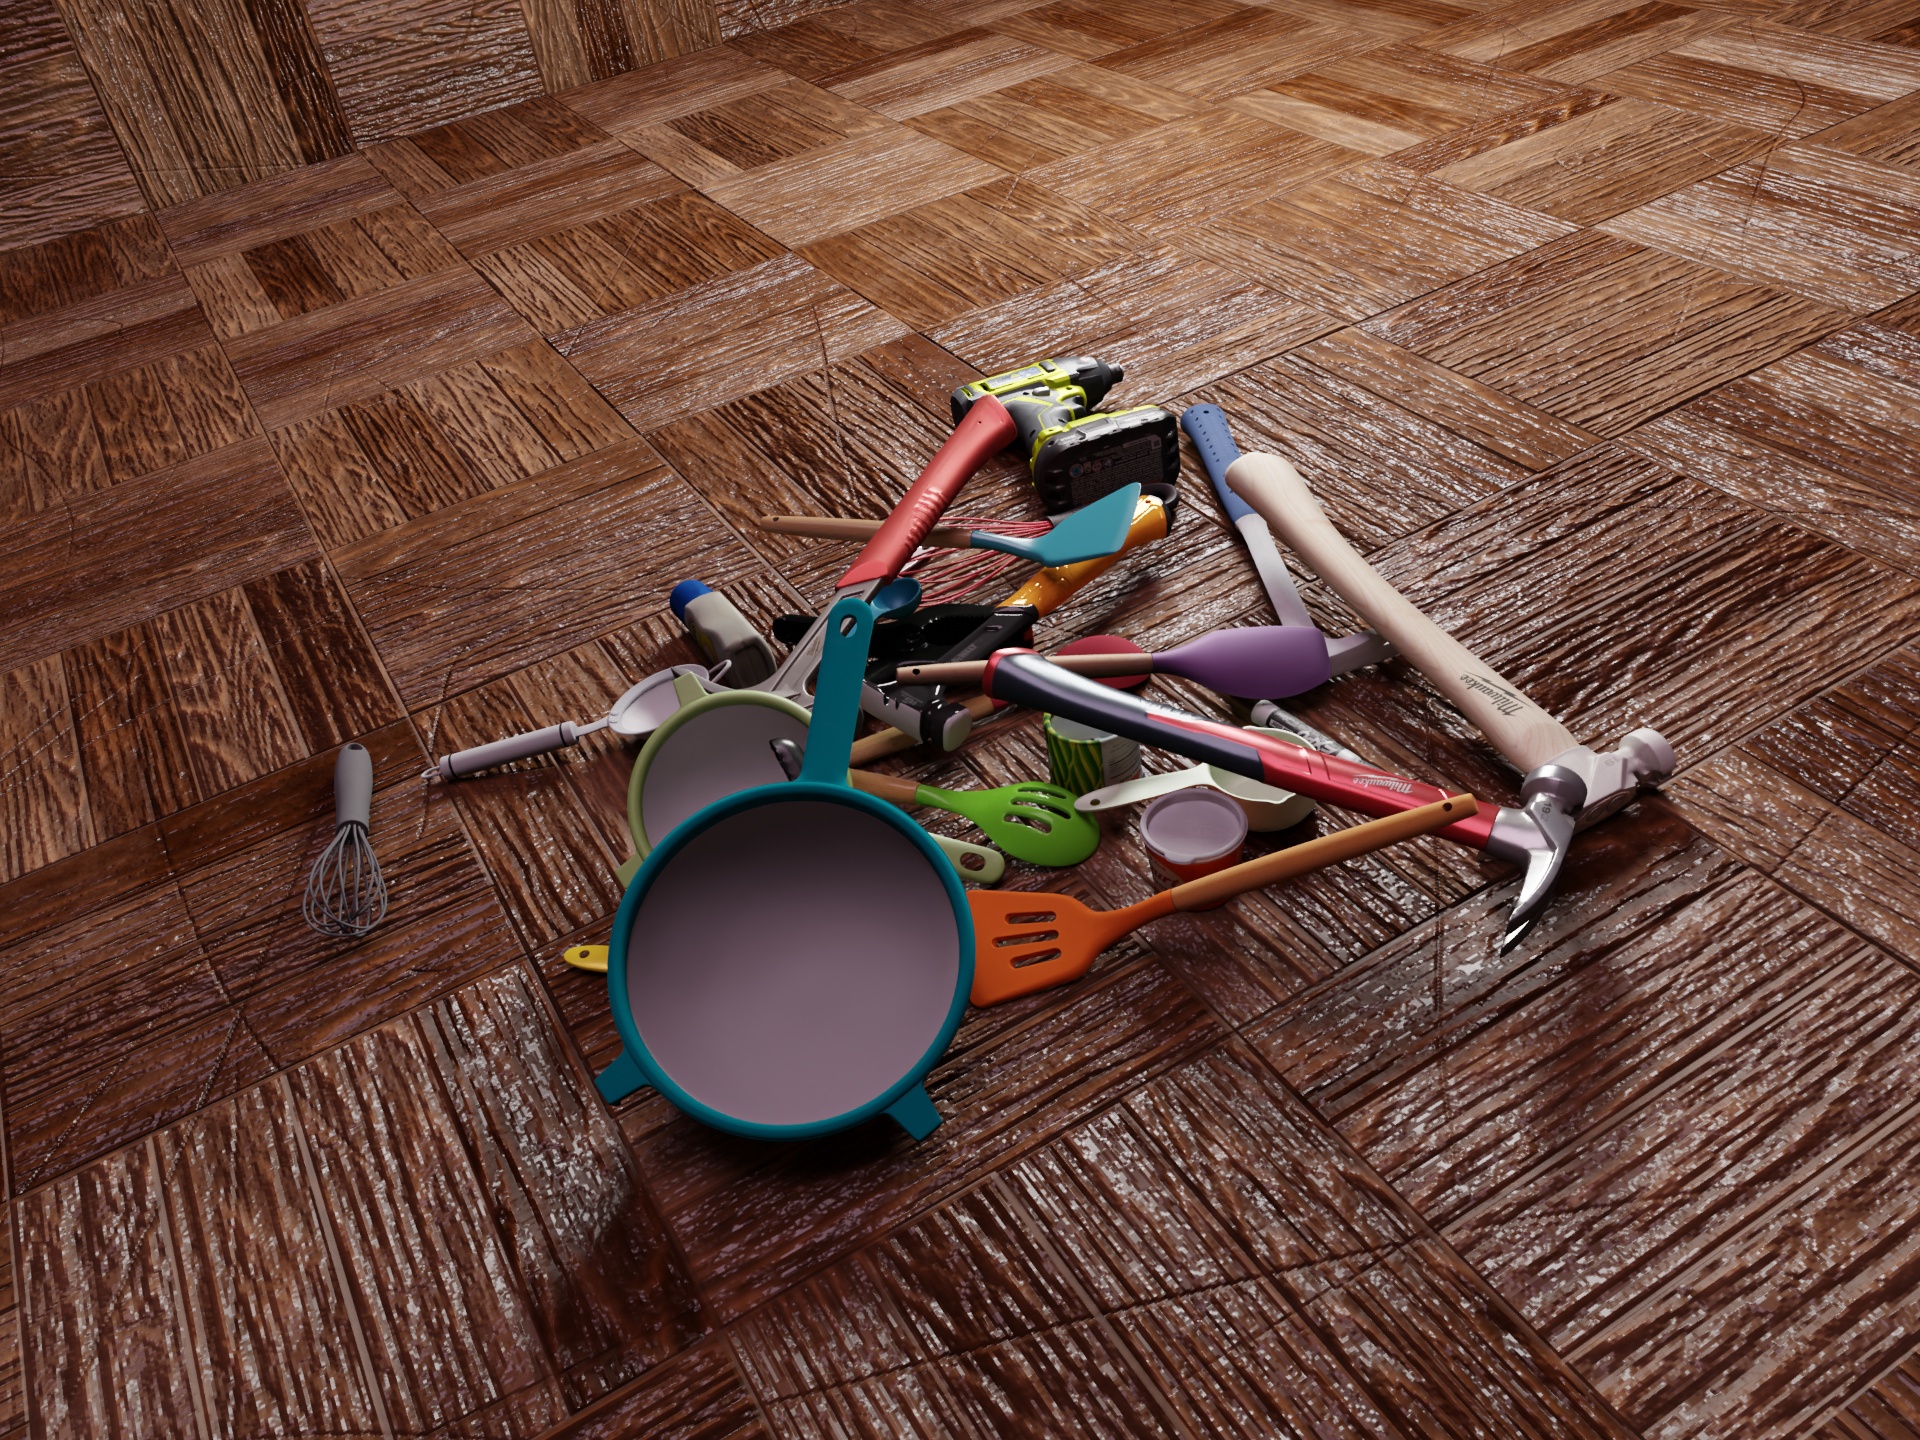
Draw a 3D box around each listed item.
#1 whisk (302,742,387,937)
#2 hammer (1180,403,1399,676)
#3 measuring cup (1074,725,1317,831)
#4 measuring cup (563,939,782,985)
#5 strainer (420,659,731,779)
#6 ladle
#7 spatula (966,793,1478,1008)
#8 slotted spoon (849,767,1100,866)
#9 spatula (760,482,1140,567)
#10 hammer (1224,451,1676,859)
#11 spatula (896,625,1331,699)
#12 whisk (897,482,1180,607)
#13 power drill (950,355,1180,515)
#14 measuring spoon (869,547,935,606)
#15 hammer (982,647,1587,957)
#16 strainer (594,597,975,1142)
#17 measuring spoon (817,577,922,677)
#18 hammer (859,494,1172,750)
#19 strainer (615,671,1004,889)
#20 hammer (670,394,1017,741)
[{"bbox_3d":[-0.450,0.082,1.169,0.055,0.055,0.239,-17,34,-9],"label":"whisk"},{"bbox_3d":[0.250,-0.160,1.325,0.144,0.035,0.406,-10,38,1],"label":"hammer"},{"bbox_3d":[0.161,0.052,1.076,0.167,0.038,0.083,-12,38,1],"label":"measuring cup"},{"bbox_3d":[-0.187,0.149,1.031,0.156,0.029,0.062,2,39,11],"label":"measuring cup"},{"bbox_3d":[-0.294,0.009,1.230,0.258,0.050,0.087,-15,32,2],"label":"strainer"},{"bbox_3d":[-0.002,-0.004,1.193,0.315,0.031,0.069,-21,36,-11],"label":"ladle"},{"bbox_3d":[0.147,0.098,0.949,0.322,0.041,0.081,-22,54,24],"label":"spatula"},{"bbox_3d":[-0.054,0.049,1.120,0.314,0.031,0.070,10,46,20],"label":"slotted spoon"},{"bbox_3d":[-0.016,-0.155,1.260,0.317,0.044,0.082,6,50,18],"label":"spatula"},{"bbox_3d":[0.308,-0.067,1.142,0.146,0.038,0.411,-24,49,-14],"label":"hammer"},{"bbox_3d":[0.112,-0.037,1.138,0.316,0.018,0.060,-3,64,-6],"label":"spatula"},{"bbox_3d":[0.059,-0.156,1.348,0.296,0.073,0.073,-18,38,-20],"label":"whisk"},{"bbox_3d":[0.106,-0.274,1.473,0.171,0.080,0.223,-19,36,-11],"label":"power drill"},{"bbox_3d":[-0.054,-0.124,1.370,0.034,0.018,0.124,13,37,30],"label":"measuring spoon"},{"bbox_3d":[0.183,0.032,1.005,0.386,0.038,0.143,18,44,23],"label":"hammer"},{"bbox_3d":[-0.087,0.092,0.970,0.211,0.095,0.341,5,64,5],"label":"strainer"},{"bbox_3d":[-0.076,-0.065,1.236,0.042,0.021,0.128,21,56,43],"label":"measuring spoon"},{"bbox_3d":[0.050,-0.094,1.239,0.127,0.034,0.337,28,49,30],"label":"hammer"},{"bbox_3d":[-0.096,0.071,1.084,0.256,0.069,0.151,15,80,1],"label":"strainer"},{"bbox_3d":[-0.064,-0.128,1.206,0.149,0.036,0.359,15,53,25],"label":"hammer"}]
